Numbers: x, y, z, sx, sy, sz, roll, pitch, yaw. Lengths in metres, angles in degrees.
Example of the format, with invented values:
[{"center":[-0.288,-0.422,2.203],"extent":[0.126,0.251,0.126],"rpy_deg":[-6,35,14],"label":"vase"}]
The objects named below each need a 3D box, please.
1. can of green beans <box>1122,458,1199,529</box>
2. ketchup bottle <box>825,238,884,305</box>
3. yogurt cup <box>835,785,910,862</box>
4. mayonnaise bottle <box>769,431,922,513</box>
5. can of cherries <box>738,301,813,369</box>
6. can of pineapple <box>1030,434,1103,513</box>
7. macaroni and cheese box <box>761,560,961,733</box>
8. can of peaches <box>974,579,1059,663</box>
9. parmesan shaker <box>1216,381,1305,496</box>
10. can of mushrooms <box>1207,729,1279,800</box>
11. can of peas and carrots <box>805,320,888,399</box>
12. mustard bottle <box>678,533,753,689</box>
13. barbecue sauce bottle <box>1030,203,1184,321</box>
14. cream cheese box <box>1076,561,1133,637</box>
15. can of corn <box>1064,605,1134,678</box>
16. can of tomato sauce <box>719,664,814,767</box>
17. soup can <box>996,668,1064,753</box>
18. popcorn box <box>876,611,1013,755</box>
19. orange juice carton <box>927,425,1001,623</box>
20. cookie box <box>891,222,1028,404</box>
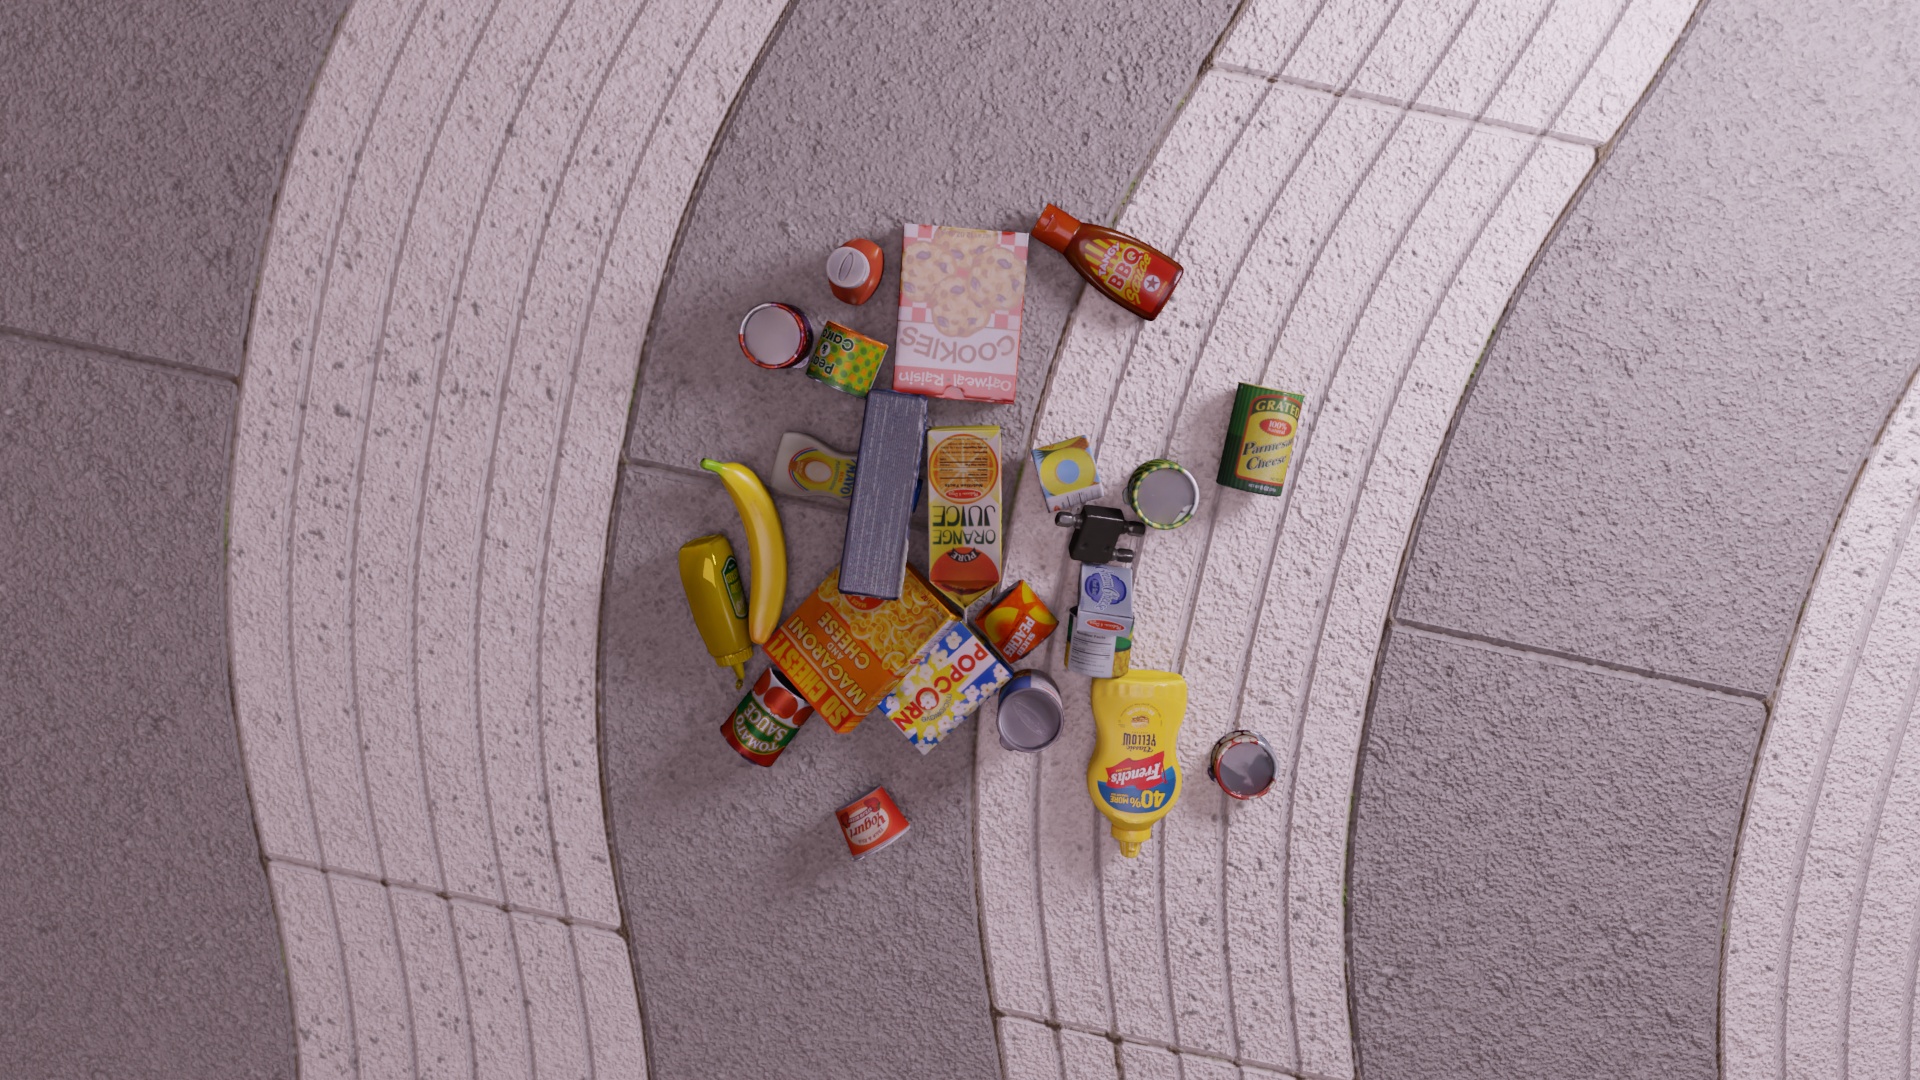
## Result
[{"center":[0.201,-0.046,1.380],"extent":[0.071,0.058,0.071],"rpy_deg":[0,98,2],"label":"can of green beans"},{"center":[-0.101,-0.256,1.316],"extent":[0.043,0.149,0.064],"rpy_deg":[22,98,-3],"label":"ketchup bottle"},{"center":[-0.093,0.289,1.431],"extent":[0.072,0.072,0.054],"rpy_deg":[-30,88,6],"label":"yogurt cup"},{"center":[-0.113,-0.063,1.396],"extent":[0.148,0.041,0.064],"rpy_deg":[15,95,-1],"label":"mayonnaise bottle"},{"center":[-0.180,-0.201,1.372],"extent":[0.071,0.058,0.071],"rpy_deg":[0,97,2],"label":"can of cherries"},{"center":[0.105,-0.068,1.376],"extent":[0.058,0.071,0.071],"rpy_deg":[-16,97,4],"label":"can of pineapple"},{"center":[-0.100,0.093,1.398],"extent":[0.166,0.040,0.124],"rpy_deg":[-46,72,7],"label":"macaroni and cheese box"},{"center":[0.056,0.082,1.395],"extent":[0.071,0.071,0.058],"rpy_deg":[-39,94,6],"label":"can of peaches"},{"center":[0.297,-0.099,1.367],"extent":[0.071,0.071,0.103],"rpy_deg":[11,98,0],"label":"parmesan shaker"},{"center":[0.290,0.232,1.426],"extent":[0.071,0.033,0.071],"rpy_deg":[0,98,1],"label":"can of mushrooms"},{"center":[-0.113,-0.178,1.367],"extent":[0.071,0.071,0.058],"rpy_deg":[23,97,-1],"label":"can of peas and carrots"},{"center":[-0.241,0.075,1.410],"extent":[0.049,0.065,0.160],"rpy_deg":[-12,102,13],"label":"mustard bottle"},{"center":[0.141,-0.277,1.359],"extent":[0.148,0.044,0.064],"rpy_deg":[30,99,-2],"label":"barbecue sauce bottle"},{"center":[0.142,0.057,1.373],"extent":[0.053,0.104,0.024],"rpy_deg":[9,117,2],"label":"cream cheese box"},{"center":[0.140,0.101,1.398],"extent":[0.071,0.071,0.058],"rpy_deg":[6,102,1],"label":"can of corn"},{"center":[-0.194,0.179,1.416],"extent":[0.071,0.071,0.083],"rpy_deg":[38,97,-3],"label":"can of tomato sauce"},{"center":[0.068,0.172,1.400],"extent":[0.071,0.084,0.071],"rpy_deg":[0,98,2],"label":"soup can"},{"center":[-0.019,0.146,1.422],"extent":[0.126,0.038,0.085],"rpy_deg":[-43,94,7],"label":"popcorn box"},{"center":[0.005,-0.017,1.382],"extent":[0.073,0.072,0.192],"rpy_deg":[-1,97,1],"label":"orange juice carton"},{"center":[-0.001,-0.223,1.372],"extent":[0.123,0.040,0.167],"rpy_deg":[5,98,1],"label":"cookie box"}]
